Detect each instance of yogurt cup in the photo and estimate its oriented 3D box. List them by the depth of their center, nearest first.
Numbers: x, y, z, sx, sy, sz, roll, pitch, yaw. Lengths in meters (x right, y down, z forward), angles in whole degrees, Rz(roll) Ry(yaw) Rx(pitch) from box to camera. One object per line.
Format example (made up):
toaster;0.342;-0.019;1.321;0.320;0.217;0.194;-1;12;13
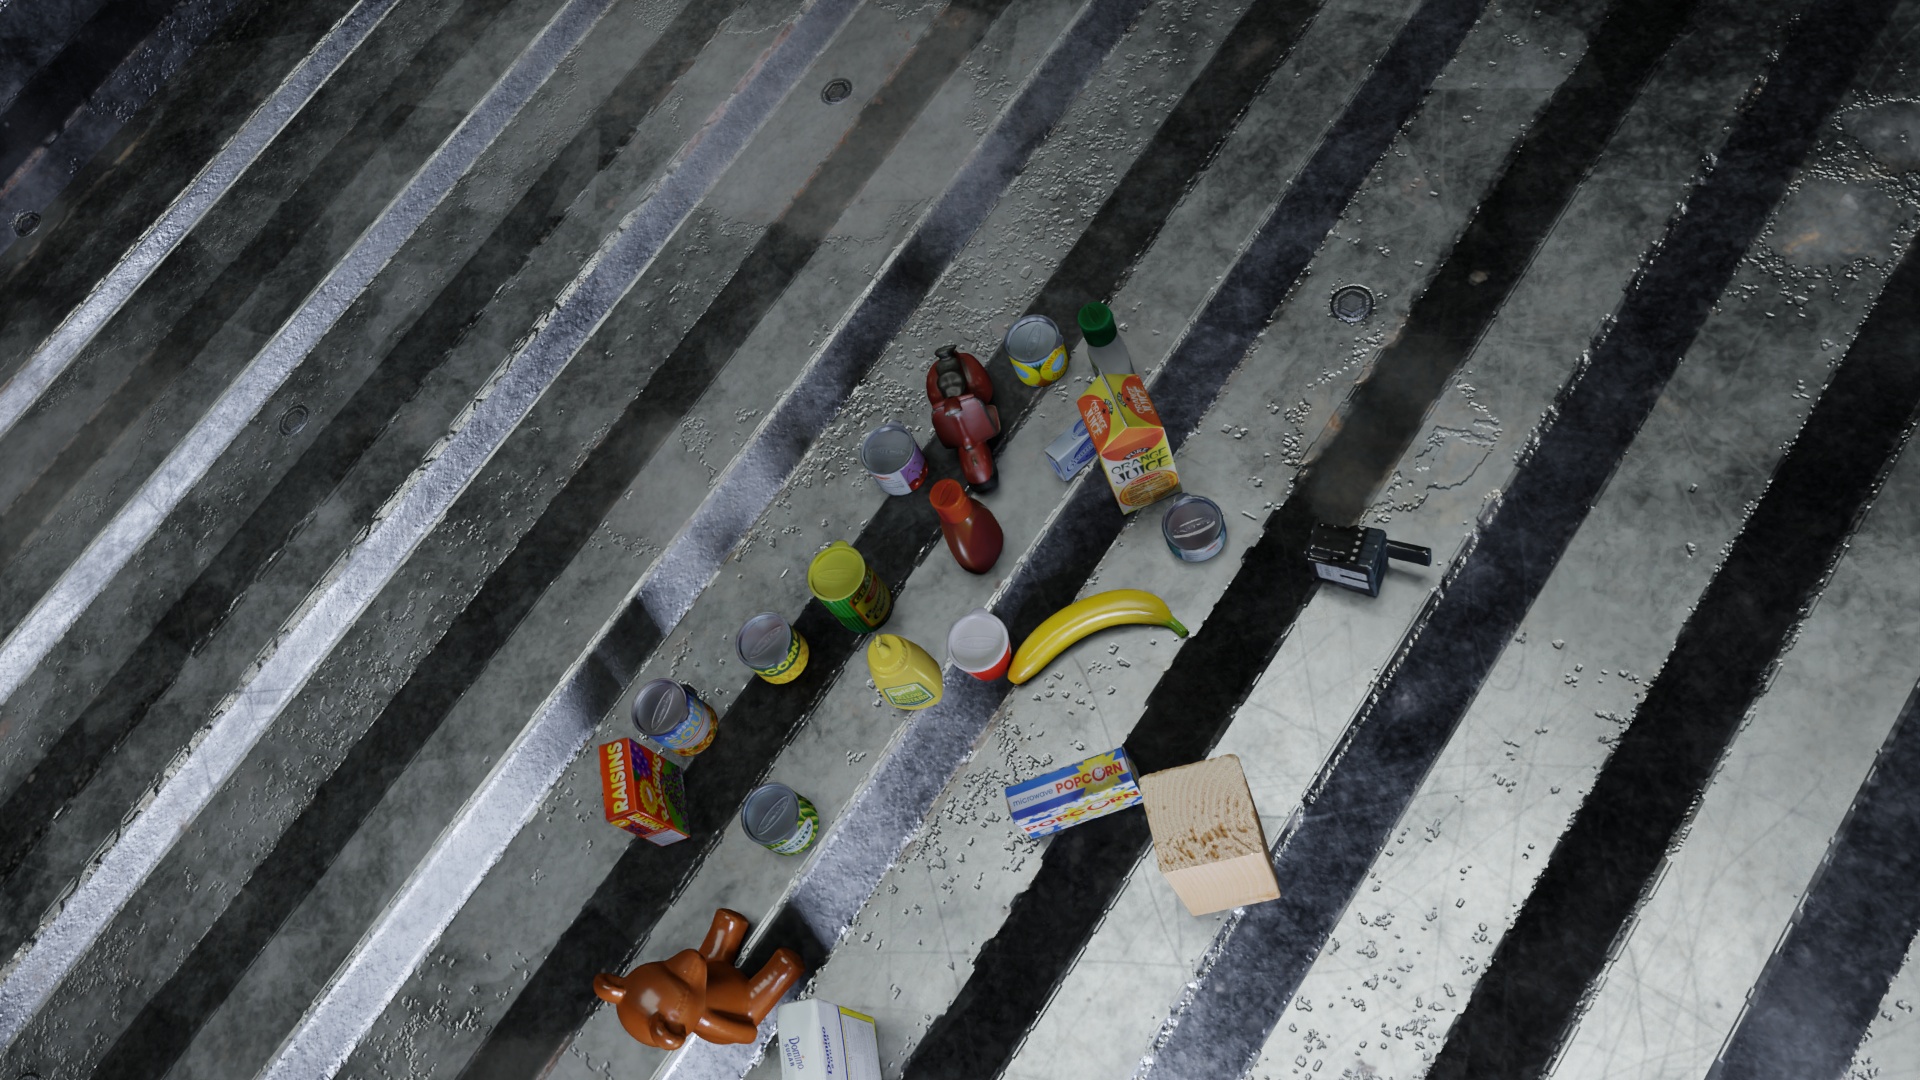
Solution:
yogurt cup;0.024;0.117;1.494;0.072;0.053;0.072;-7;64;14

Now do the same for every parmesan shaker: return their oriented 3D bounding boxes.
parmesan shaker;-0.120;0.053;1.541;0.071;0.102;0.071;-7;64;14

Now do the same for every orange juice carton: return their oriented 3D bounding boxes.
orange juice carton;0.178;-0.108;1.474;0.073;0.192;0.072;-23;61;6

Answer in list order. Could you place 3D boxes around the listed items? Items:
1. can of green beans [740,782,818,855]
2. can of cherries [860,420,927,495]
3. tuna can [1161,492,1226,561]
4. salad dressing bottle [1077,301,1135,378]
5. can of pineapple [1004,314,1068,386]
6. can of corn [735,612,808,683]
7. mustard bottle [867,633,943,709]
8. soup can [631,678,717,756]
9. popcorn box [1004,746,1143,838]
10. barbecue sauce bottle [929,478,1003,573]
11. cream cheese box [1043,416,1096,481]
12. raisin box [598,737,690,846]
can of green beans;-0.191;0.296;1.473;0.071;0.057;0.071;-7;64;14
can of cherries;-0.075;-0.096;1.624;0.071;0.058;0.072;-7;64;14
tuna can;0.251;-0.014;1.498;0.071;0.032;0.071;-7;64;14
salad dressing bottle;0.163;-0.213;1.554;0.044;0.147;0.064;-27;61;4
can of pineapple;0.091;-0.222;1.632;0.071;0.057;0.071;-7;64;14
can of corn;-0.209;0.123;1.561;0.071;0.058;0.071;-7;64;14
mustard bottle;-0.065;0.133;1.453;0.065;0.159;0.049;-13;63;11
soup can;-0.314;0.198;1.544;0.071;0.083;0.071;-7;64;14
popcorn box;0.115;0.253;1.383;0.126;0.085;0.038;-21;61;7
barbecue sauce bottle;0.005;-0.019;1.511;0.044;0.148;0.065;17;72;24
cream cheese box;0.144;-0.117;1.569;0.104;0.053;0.024;-42;61;-5
raisin box;-0.340;0.271;1.494;0.040;0.123;0.086;-18;62;9
